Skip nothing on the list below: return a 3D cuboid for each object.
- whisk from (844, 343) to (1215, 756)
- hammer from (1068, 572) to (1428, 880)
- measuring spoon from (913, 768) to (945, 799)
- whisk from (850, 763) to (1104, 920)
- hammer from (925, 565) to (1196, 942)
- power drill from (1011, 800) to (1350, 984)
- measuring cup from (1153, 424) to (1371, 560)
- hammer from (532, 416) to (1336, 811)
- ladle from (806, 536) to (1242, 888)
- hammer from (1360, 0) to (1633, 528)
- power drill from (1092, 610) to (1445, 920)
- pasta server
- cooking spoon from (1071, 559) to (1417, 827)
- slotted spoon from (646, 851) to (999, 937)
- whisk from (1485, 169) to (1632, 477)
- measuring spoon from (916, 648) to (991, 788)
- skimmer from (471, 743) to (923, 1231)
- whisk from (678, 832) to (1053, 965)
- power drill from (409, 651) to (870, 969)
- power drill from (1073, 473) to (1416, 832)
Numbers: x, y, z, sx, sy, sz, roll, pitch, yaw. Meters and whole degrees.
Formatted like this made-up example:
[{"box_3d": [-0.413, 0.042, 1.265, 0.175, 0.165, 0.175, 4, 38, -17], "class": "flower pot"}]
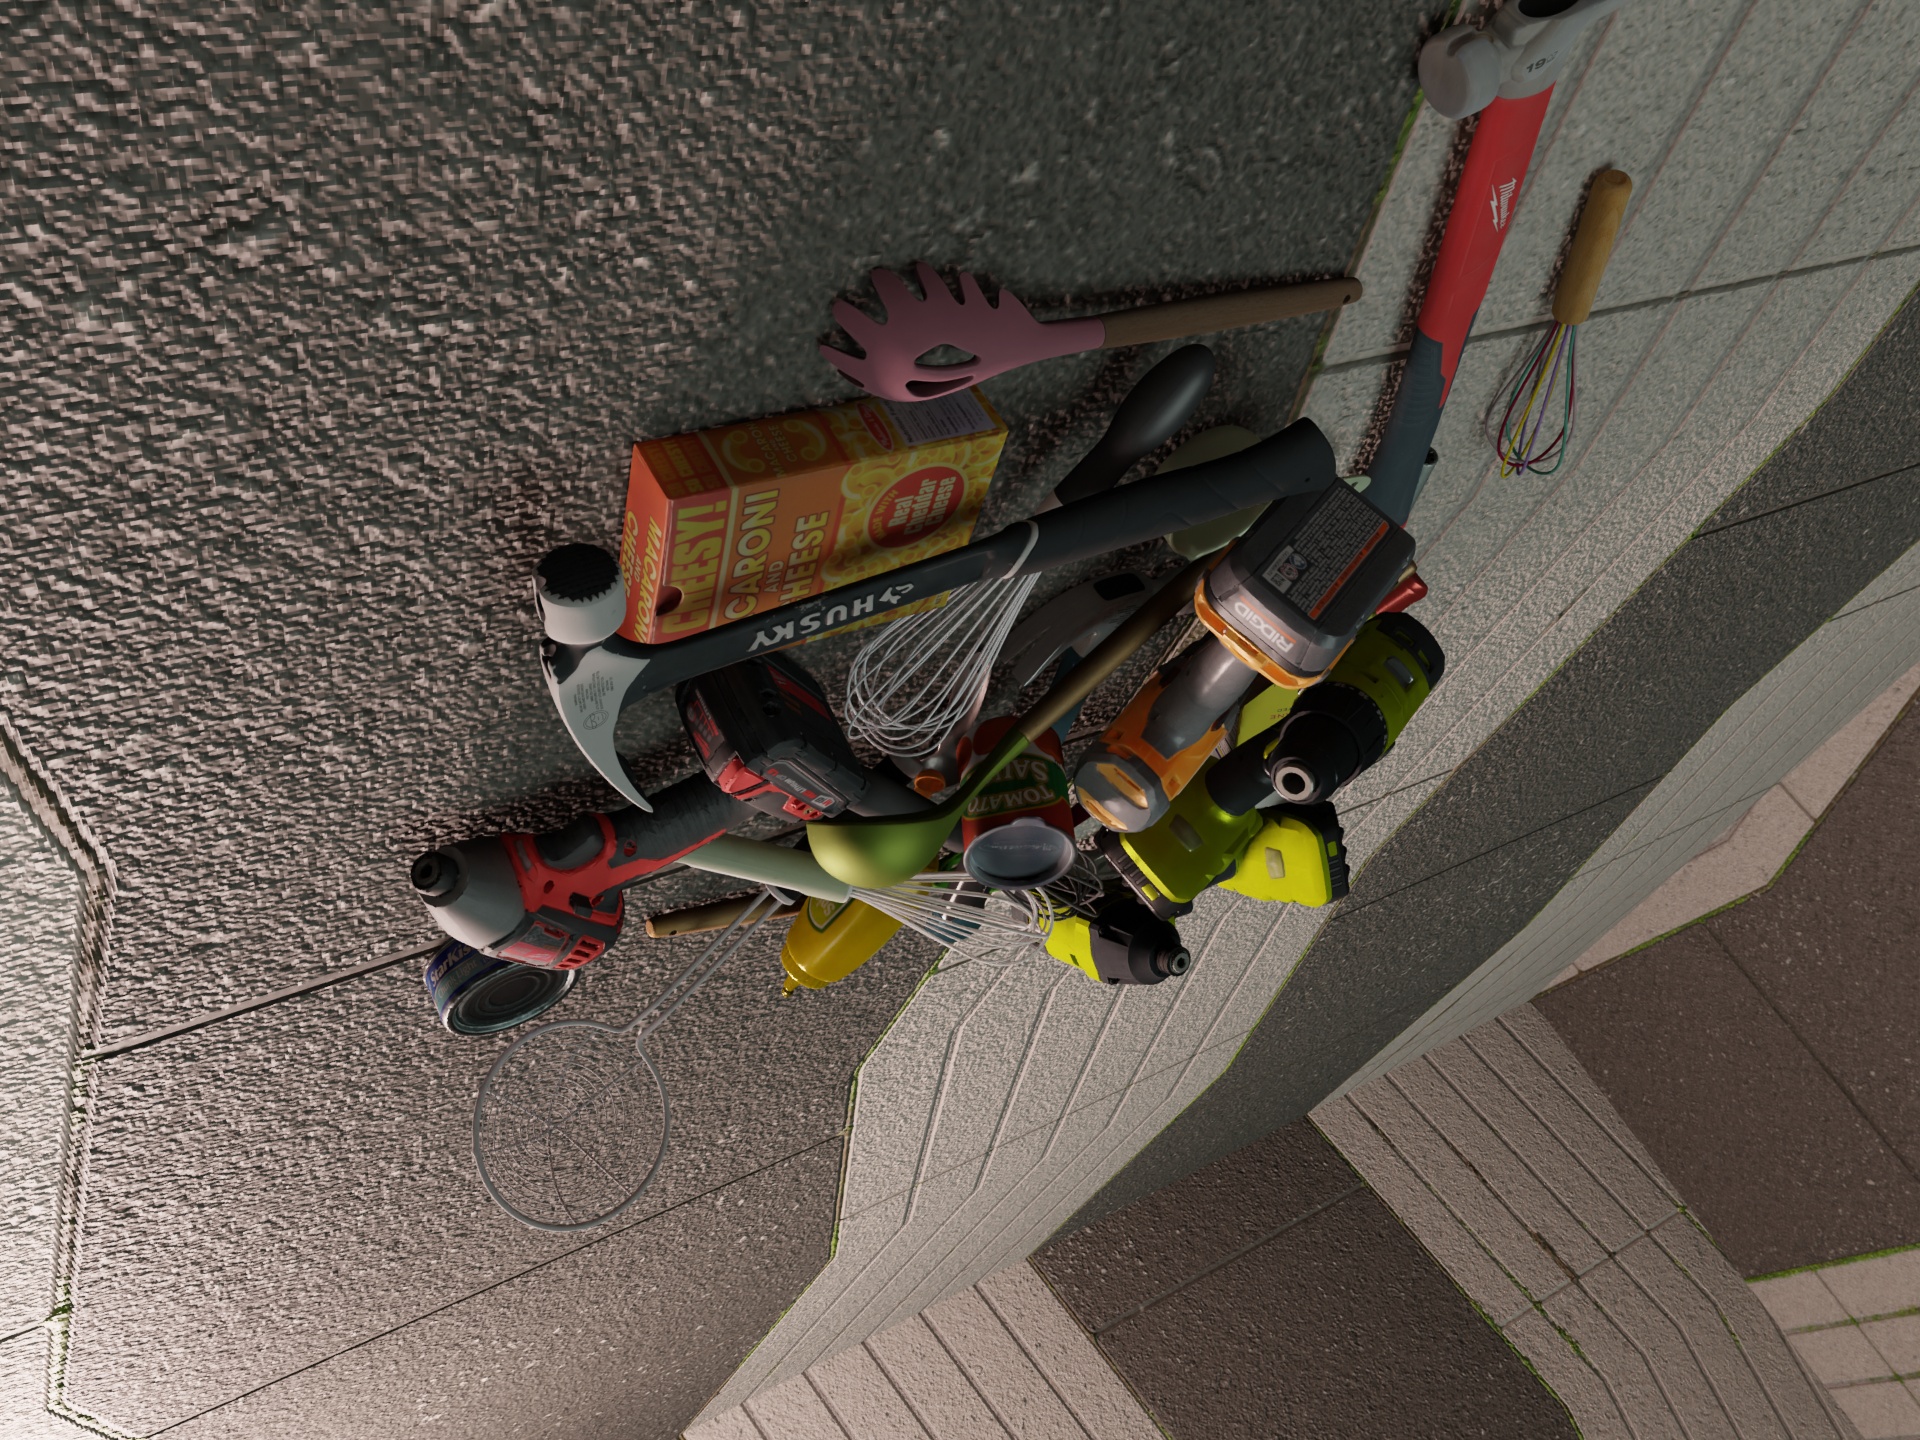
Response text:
[{"box_3d": [0.032, -0.084, 0.819, 0.070, 0.070, 0.284, 5, 136, -51], "class": "whisk"}, {"box_3d": [0.209, 0.007, 1.213, 0.149, 0.037, 0.359, 1, 139, -49], "class": "hammer"}, {"box_3d": [-0.037, 0.058, 1.039, 0.021, 0.011, 0.117, 17, 148, -16], "class": "measuring spoon"}, {"box_3d": [0.001, 0.073, 0.985, 0.238, 0.055, 0.055, 27, 120, -32], "class": "whisk"}, {"box_3d": [0.046, 0.034, 1.047, 0.128, 0.033, 0.330, -11, 141, -35], "class": "hammer"}, {"box_3d": [0.171, 0.125, 1.169, 0.223, 0.171, 0.080, -21, 108, -28], "class": "power drill"}, {"box_3d": [0.175, -0.139, 0.917, 0.167, 0.038, 0.083, -13, 148, -38], "class": "measuring cup"}, {"box_3d": [0.008, -0.069, 0.738, 0.409, 0.036, 0.149, -20, 145, -22], "class": "hammer"}, {"box_3d": [0.046, -0.018, 0.907, 0.320, 0.062, 0.078, -42, -172, -11], "class": "ladle"}, {"box_3d": [0.280, -0.232, 0.869, 0.143, 0.038, 0.386, -28, 154, -12], "class": "hammer"}, {"box_3d": [0.191, 0.036, 1.011, 0.228, 0.080, 0.190, -43, 178, 42], "class": "power drill"}, {"box_3d": [0.077, -0.188, 0.737, 0.316, 0.040, 0.060, -18, 151, -35], "class": "pasta server"}, {"box_3d": [0.169, -0.006, 1.053, 0.319, 0.017, 0.068, -38, 175, 8], "class": "cooking spoon"}, {"box_3d": [-0.074, 0.116, 1.099, 0.313, 0.031, 0.070, -7, 142, -39], "class": "slotted spoon"}, {"box_3d": [0.363, -0.229, 0.964, 0.047, 0.051, 0.244, -22, 150, -8], "class": "whisk"}, {"box_3d": [-0.002, -0.003, 0.986, 0.034, 0.018, 0.124, 9, 135, -11], "class": "measuring spoon"}, {"box_3d": [-0.151, 0.159, 0.980, 0.127, 0.090, 0.363, 42, 97, -17], "class": "skimmer"}, {"box_3d": [-0.060, 0.099, 0.946, 0.246, 0.058, 0.059, 15, 100, -13], "class": "whisk"}, {"box_3d": [-0.171, 0.051, 0.826, 0.219, 0.079, 0.143, -33, 154, 8], "class": "power drill"}, {"box_3d": [0.166, -0.046, 0.920, 0.185, 0.084, 0.226, -45, 173, -37], "class": "power drill"}]
